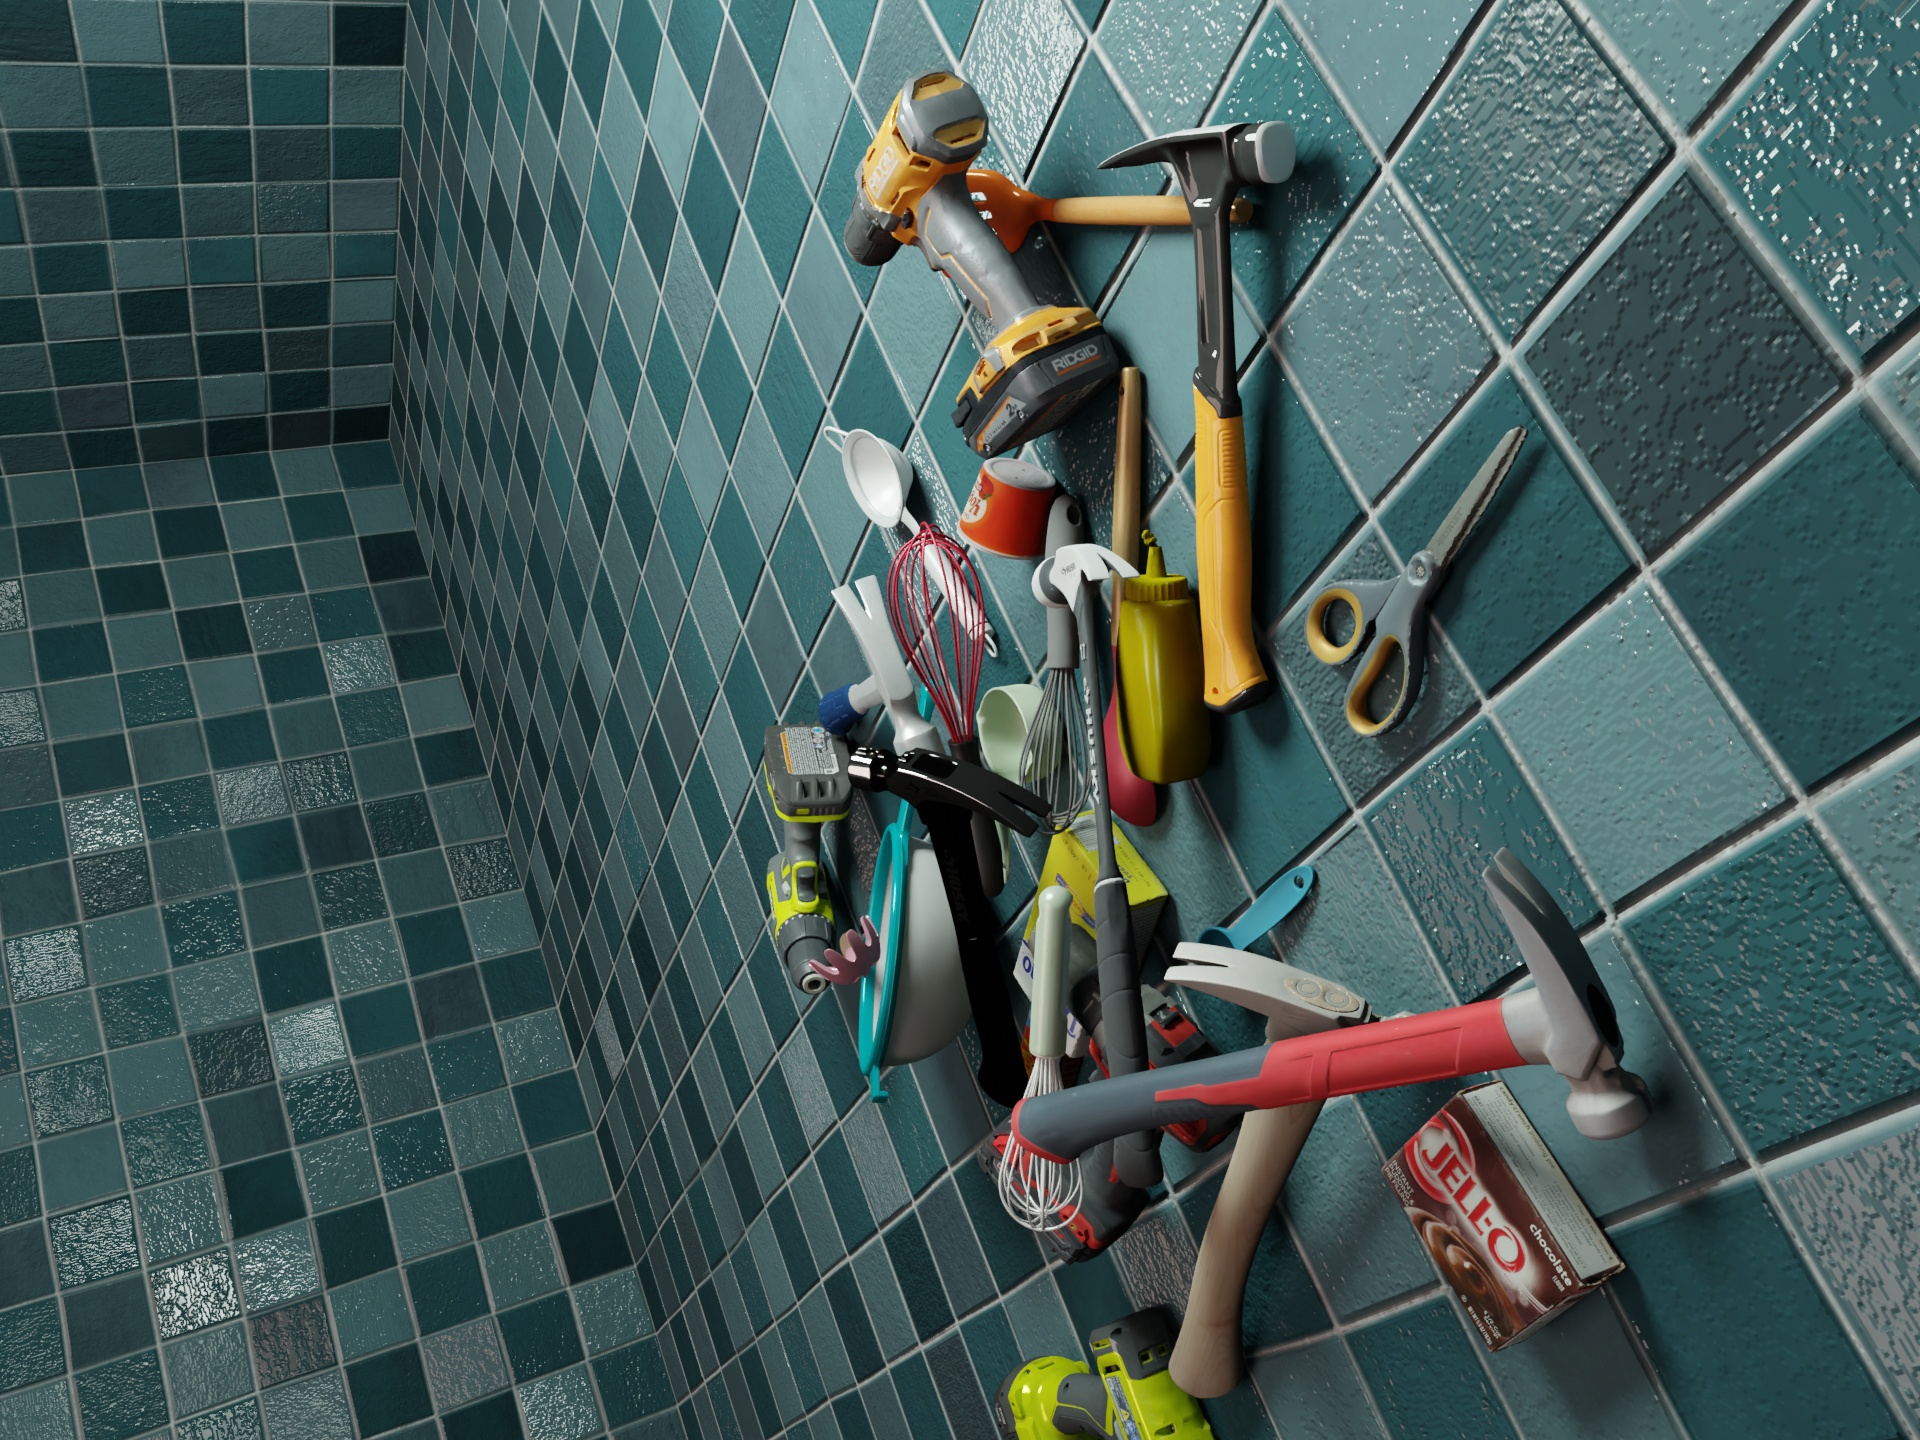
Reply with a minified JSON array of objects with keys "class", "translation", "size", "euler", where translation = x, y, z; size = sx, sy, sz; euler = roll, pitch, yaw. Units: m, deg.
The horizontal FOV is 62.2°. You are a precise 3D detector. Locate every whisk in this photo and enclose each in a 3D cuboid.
[{"class":"whisk","translation":[0.069,-0.038,1.111],"size":[0.055,0.055,0.239],"euler":[3,91,62]},{"class":"whisk","translation":[-0.002,-0.004,1.195],"size":[0.073,0.073,0.295],"euler":[17,121,60]},{"class":"whisk","translation":[0.059,0.230,1.070],"size":[0.058,0.059,0.246],"euler":[-42,-44,-74]}]

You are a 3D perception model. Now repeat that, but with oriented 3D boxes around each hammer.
[{"class":"hammer","translation":[0.145,-0.168,0.930],"size":[0.127,0.034,0.336],"euler":[17,119,52]},{"class":"hammer","translation":[0.016,0.166,1.177],"size":[0.146,0.035,0.334],"euler":[10,130,30]},{"class":"hammer","translation":[0.173,0.308,1.019],"size":[0.146,0.038,0.410],"euler":[18,130,15]},{"class":"hammer","translation":[-0.084,-0.024,1.326],"size":[0.405,0.035,0.144],"euler":[163,86,-79]},{"class":"hammer","translation":[0.096,0.088,1.011],"size":[0.149,0.036,0.409],"euler":[162,103,-80]},{"class":"hammer","translation":[0.164,0.182,0.873],"size":[0.386,0.038,0.143],"euler":[-24,95,42]}]

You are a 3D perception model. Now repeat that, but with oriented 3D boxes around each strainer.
[{"class":"strainer","translation":[-0.032,-0.151,1.297],"size":[0.259,0.050,0.086],"euler":[59,153,23]},{"class":"strainer","translation":[-0.016,0.134,1.319],"size":[0.211,0.095,0.340],"euler":[-109,28,-74]}]

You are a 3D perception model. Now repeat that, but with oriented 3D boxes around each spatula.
[{"class":"spatula","translation":[0.072,-0.325,1.025],"size":[0.323,0.041,0.081],"euler":[27,141,55]}]

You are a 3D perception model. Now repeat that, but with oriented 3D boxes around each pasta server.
[{"class":"pasta server","translation":[-0.098,0.194,1.373],"size":[0.040,0.060,0.316],"euler":[50,173,-1]}]

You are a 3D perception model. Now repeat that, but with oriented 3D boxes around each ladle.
[{"class":"ladle","translation":[0.111,-0.076,1.065],"size":[0.069,0.031,0.315],"euler":[30,125,59]}]

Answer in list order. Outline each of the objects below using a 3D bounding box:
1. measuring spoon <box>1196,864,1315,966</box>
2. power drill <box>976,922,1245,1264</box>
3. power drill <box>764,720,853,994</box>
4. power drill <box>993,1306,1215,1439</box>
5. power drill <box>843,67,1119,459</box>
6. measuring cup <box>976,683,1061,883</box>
[{"class":"measuring spoon","translation":[0.192,0.128,1.005],"size":[0.128,0.021,0.042],"euler":[-55,50,43]},{"class":"power drill","translation":[0.091,0.261,1.129],"size":[0.188,0.080,0.226],"euler":[45,135,21]},{"class":"power drill","translation":[-0.150,0.135,1.554],"size":[0.191,0.080,0.228],"euler":[-111,22,-58]},{"class":"power drill","translation":[0.120,0.566,1.245],"size":[0.223,0.080,0.171],"euler":[-49,57,54]},{"class":"power drill","translation":[-0.001,-0.295,1.081],"size":[0.226,0.084,0.185],"euler":[62,156,1]},{"class":"measuring cup","translation":[0.047,0.050,1.224],"size":[0.083,0.038,0.167],"euler":[39,135,51]}]
